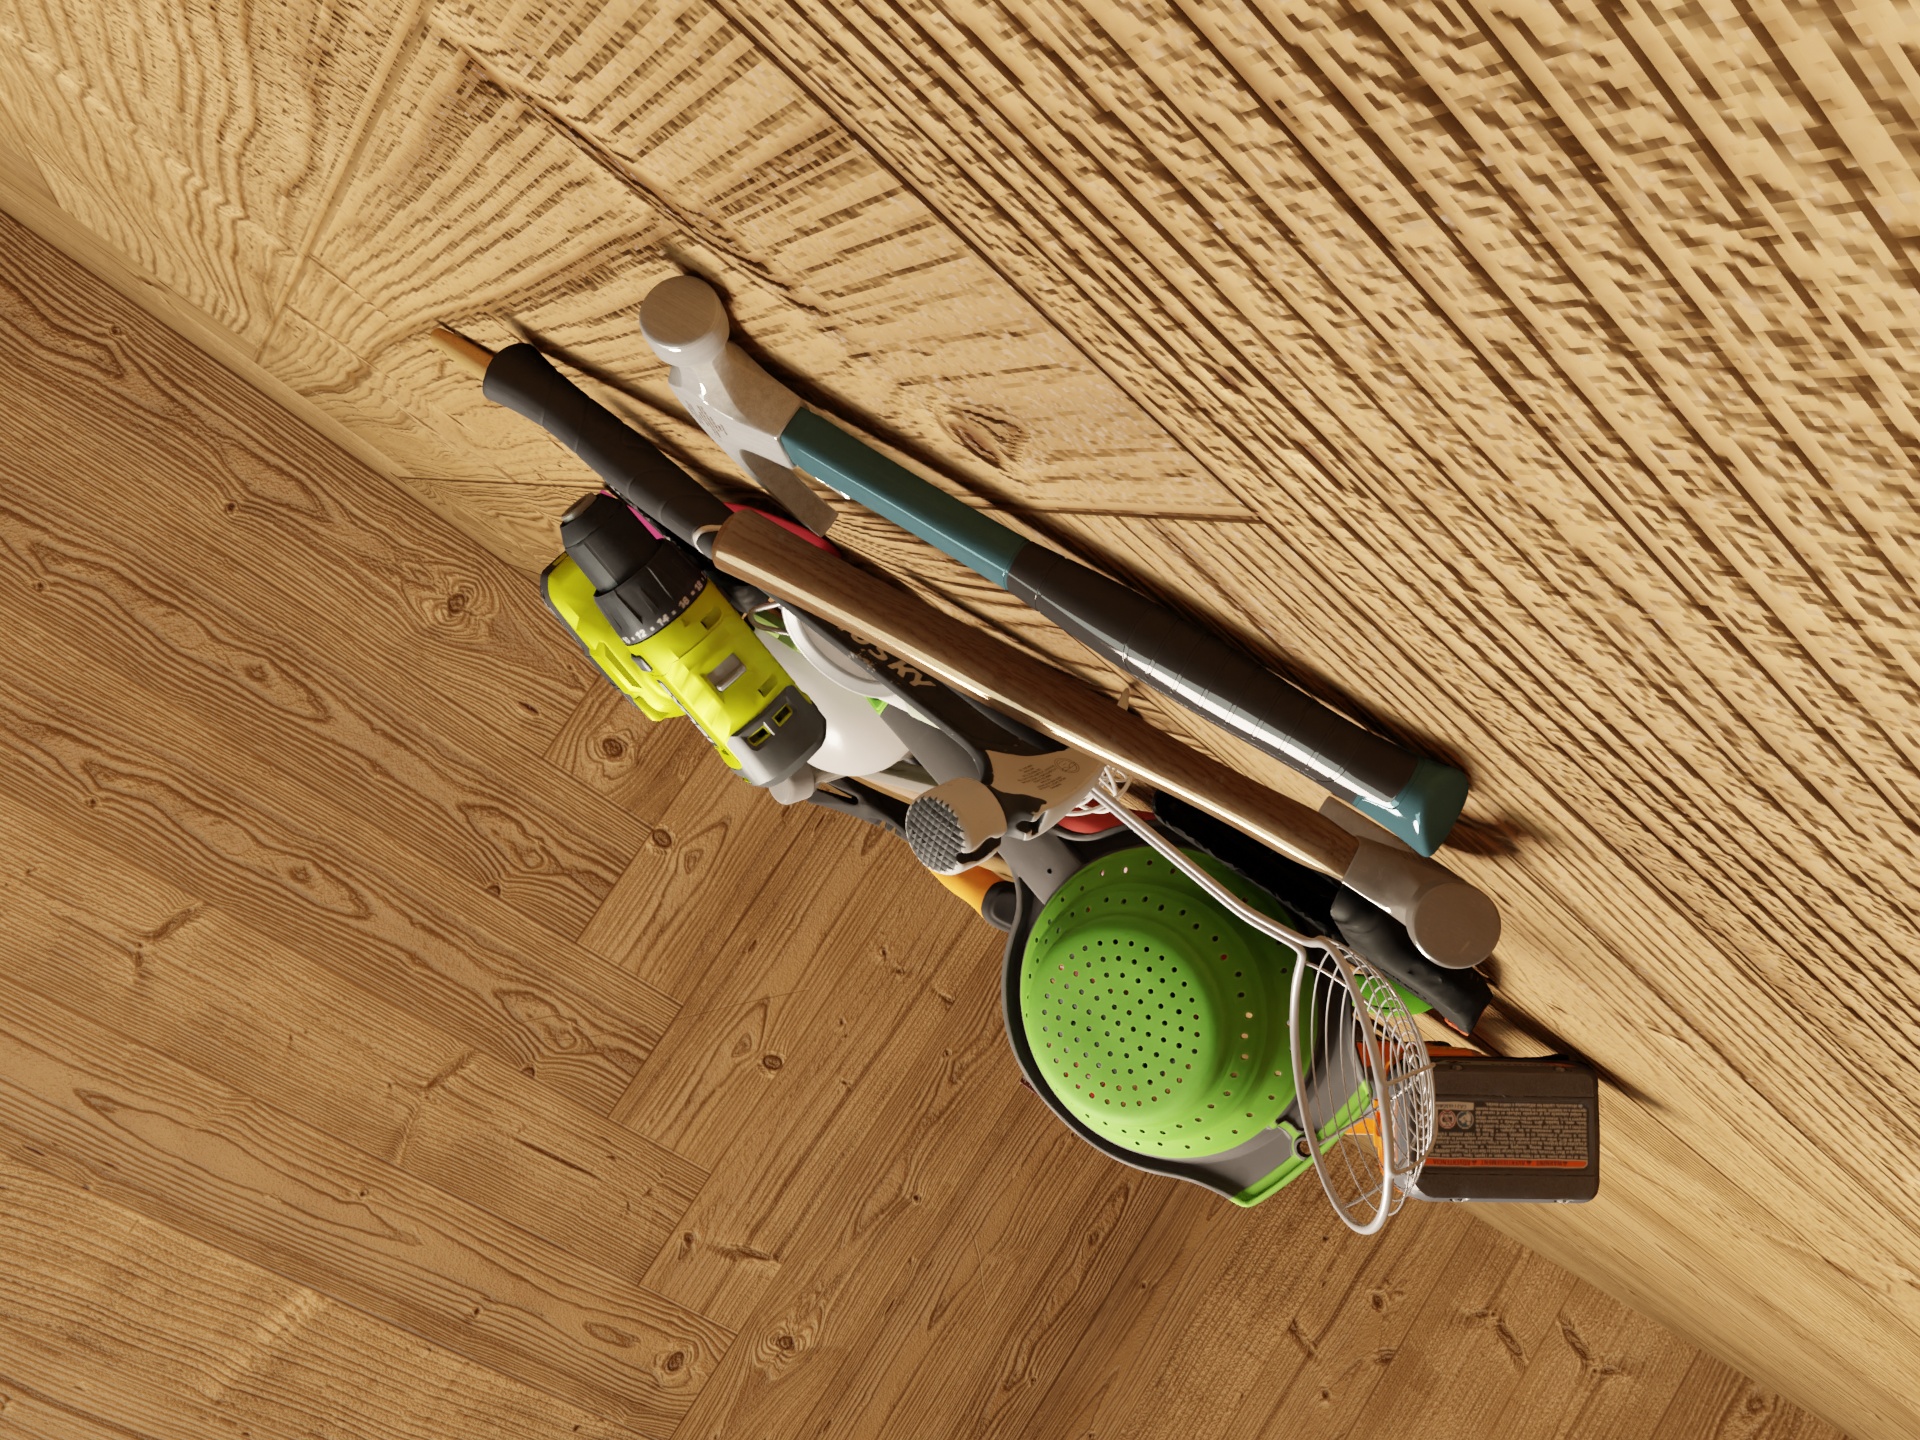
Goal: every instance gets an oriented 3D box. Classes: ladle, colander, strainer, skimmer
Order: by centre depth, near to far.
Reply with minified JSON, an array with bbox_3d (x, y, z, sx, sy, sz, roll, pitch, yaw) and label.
[{"bbox_3d":[0.075,0.078,0.744,0.363,0.090,0.127,41,160,16],"label":"skimmer"},{"bbox_3d":[-0.003,-0.029,0.834,0.259,0.050,0.086,23,142,31],"label":"strainer"},{"bbox_3d":[0.051,0.100,0.896,0.397,0.204,0.094,48,-161,18],"label":"colander"},{"bbox_3d":[-0.197,-0.157,0.911,0.316,0.031,0.069,33,172,22],"label":"ladle"},{"bbox_3d":[-0.117,-0.018,1.123,0.151,0.069,0.256,37,174,-27],"label":"strainer"}]

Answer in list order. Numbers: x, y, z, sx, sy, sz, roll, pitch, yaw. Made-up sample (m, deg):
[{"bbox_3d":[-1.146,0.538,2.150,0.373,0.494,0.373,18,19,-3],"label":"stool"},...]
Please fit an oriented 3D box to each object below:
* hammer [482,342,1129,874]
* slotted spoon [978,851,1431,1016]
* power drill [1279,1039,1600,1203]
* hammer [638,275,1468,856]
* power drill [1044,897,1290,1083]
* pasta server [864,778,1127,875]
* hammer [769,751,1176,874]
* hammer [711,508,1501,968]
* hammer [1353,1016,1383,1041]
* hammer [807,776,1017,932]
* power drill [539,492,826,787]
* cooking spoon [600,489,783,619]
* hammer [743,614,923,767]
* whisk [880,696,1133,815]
[{"bbox_3d":[-0.095,-0.078,0.762,0.409,0.036,0.149,38,-142,26],"label":"hammer"},{"bbox_3d":[0.136,0.122,0.960,0.314,0.031,0.070,17,173,18],"label":"slotted spoon"},{"bbox_3d":[0.304,0.236,0.976,0.164,0.084,0.226,2,174,-4],"label":"power drill"},{"bbox_3d":[0.033,-0.050,0.580,0.331,0.033,0.128,32,172,13],"label":"hammer"},{"bbox_3d":[0.129,0.156,1.052,0.188,0.080,0.226,23,-165,37],"label":"power drill"},{"bbox_3d":[0.023,0.063,1.171,0.316,0.040,0.060,18,164,43],"label":"pasta server"},{"bbox_3d":[0.027,0.049,1.072,0.149,0.036,0.359,-18,-162,-37],"label":"hammer"},{"bbox_3d":[0.051,0.000,0.635,0.331,0.031,0.130,28,-174,6],"label":"hammer"},{"bbox_3d":[0.221,0.184,1.258,0.410,0.038,0.146,36,171,-12],"label":"hammer"},{"bbox_3d":[-0.021,0.093,1.149,0.127,0.034,0.337,25,180,-17],"label":"hammer"},{"bbox_3d":[-0.185,-0.060,0.967,0.190,0.080,0.229,52,168,-22],"label":"power drill"},{"bbox_3d":[-0.143,-0.076,1.212,0.318,0.017,0.069,37,173,-17],"label":"cooking spoon"},{"bbox_3d":[-0.046,0.022,1.304,0.334,0.035,0.146,39,-176,-10],"label":"hammer"},{"bbox_3d":[-0.001,-0.003,0.901,0.246,0.059,0.057,24,151,40],"label":"whisk"}]
